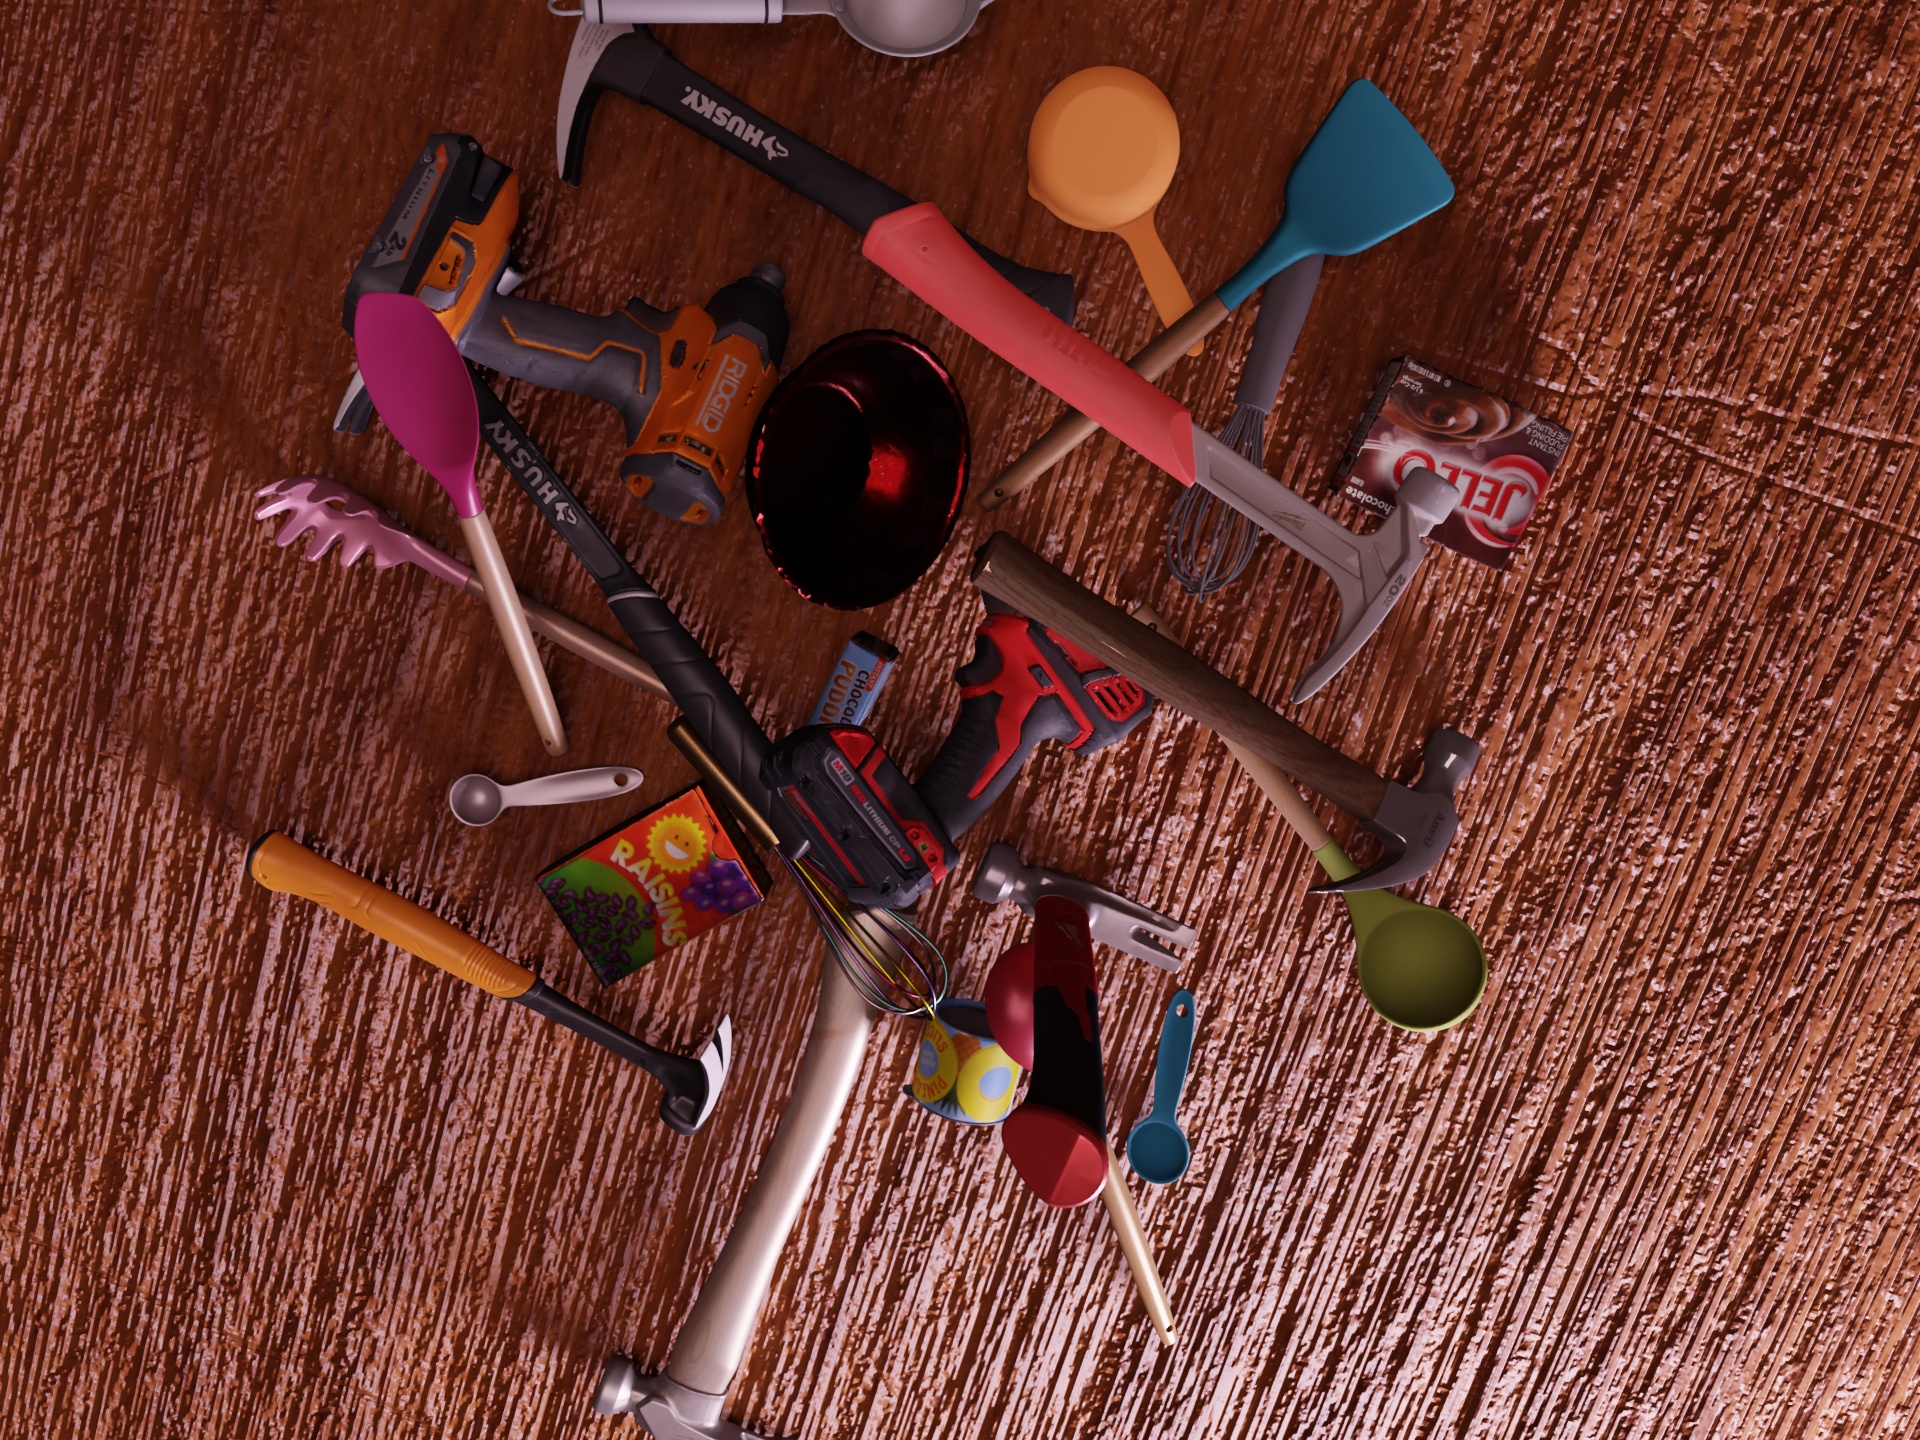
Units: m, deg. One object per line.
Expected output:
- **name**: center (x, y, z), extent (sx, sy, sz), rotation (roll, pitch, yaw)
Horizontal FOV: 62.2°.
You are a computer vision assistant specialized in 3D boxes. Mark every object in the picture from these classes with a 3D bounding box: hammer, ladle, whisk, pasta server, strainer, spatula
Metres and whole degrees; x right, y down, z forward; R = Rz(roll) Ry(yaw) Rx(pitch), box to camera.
- **hammer**: center (-0.079, -0.309, 0.930), extent (0.334, 0.035, 0.146), rotation (31, 100, -3)
- **ladle**: center (0.089, 0.279, 1.014), extent (0.069, 0.031, 0.315), rotation (-30, 113, -22)
- **hammer**: center (0.094, -0.166, 0.898), extent (0.359, 0.037, 0.149), rotation (35, 97, 0)
- **whisk**: center (0.174, -0.185, 0.937), extent (0.055, 0.055, 0.239), rotation (17, 97, 0)
- **hammer**: center (-0.108, 0.307, 1.051), extent (0.146, 0.038, 0.410), rotation (22, 101, -3)
- **hammer**: center (0.069, 0.153, 0.831), extent (0.143, 0.386, 0.038), rotation (23, 101, -2)
- **whisk**: center (-0.095, 0.090, 0.978), extent (0.051, 0.047, 0.245), rotation (-43, 85, 12)
- **ladle**: center (0.208, 0.057, 0.975), extent (0.078, 0.062, 0.320), rotation (-38, 94, 3)
- **pasta server**: center (-0.284, -0.069, 0.987), extent (0.316, 0.040, 0.060), rotation (29, 143, -5)
- **hammer**: center (-0.301, 0.155, 1.010), extent (0.337, 0.034, 0.127), rotation (27, 141, 2)
- **hammer**: center (0.150, -0.008, 0.928), extent (0.331, 0.031, 0.130), rotation (31, 72, -11)
- **strainer**: center (-0.097, -0.398, 0.885), extent (0.258, 0.050, 0.087), rotation (-6, 72, -12)
- **hammer**: center (-0.213, -0.086, 0.953), extent (0.149, 0.036, 0.409), rotation (-38, 89, 10)
- **spatula**: center (0.128, -0.224, 0.912), extent (0.317, 0.044, 0.082), rotation (-39, 96, 18)

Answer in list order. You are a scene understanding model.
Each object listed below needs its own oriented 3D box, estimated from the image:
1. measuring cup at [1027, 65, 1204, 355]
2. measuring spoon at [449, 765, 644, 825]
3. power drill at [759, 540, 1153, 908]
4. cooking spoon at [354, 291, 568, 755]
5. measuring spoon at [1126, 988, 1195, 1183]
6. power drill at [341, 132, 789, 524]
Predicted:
- **measuring cup**: center (0.101, -0.290, 0.914), extent (0.095, 0.052, 0.173), rotation (-26, 97, 8)
- **measuring spoon**: center (-0.264, 0.044, 1.022), extent (0.124, 0.018, 0.034), rotation (-8, 100, -2)
- **power drill**: center (-0.001, -0.003, 0.928), extent (0.220, 0.078, 0.143), rotation (-39, 98, -21)
- **cooking spoon**: center (-0.273, -0.099, 0.911), extent (0.069, 0.017, 0.318), rotation (7, 133, 17)
- **measuring spoon**: center (0.138, 0.236, 1.035), extent (0.042, 0.021, 0.128), rotation (11, 93, 24)
- **power drill**: center (-0.209, -0.231, 0.901), extent (0.226, 0.084, 0.164), rotation (27, 72, -17)
